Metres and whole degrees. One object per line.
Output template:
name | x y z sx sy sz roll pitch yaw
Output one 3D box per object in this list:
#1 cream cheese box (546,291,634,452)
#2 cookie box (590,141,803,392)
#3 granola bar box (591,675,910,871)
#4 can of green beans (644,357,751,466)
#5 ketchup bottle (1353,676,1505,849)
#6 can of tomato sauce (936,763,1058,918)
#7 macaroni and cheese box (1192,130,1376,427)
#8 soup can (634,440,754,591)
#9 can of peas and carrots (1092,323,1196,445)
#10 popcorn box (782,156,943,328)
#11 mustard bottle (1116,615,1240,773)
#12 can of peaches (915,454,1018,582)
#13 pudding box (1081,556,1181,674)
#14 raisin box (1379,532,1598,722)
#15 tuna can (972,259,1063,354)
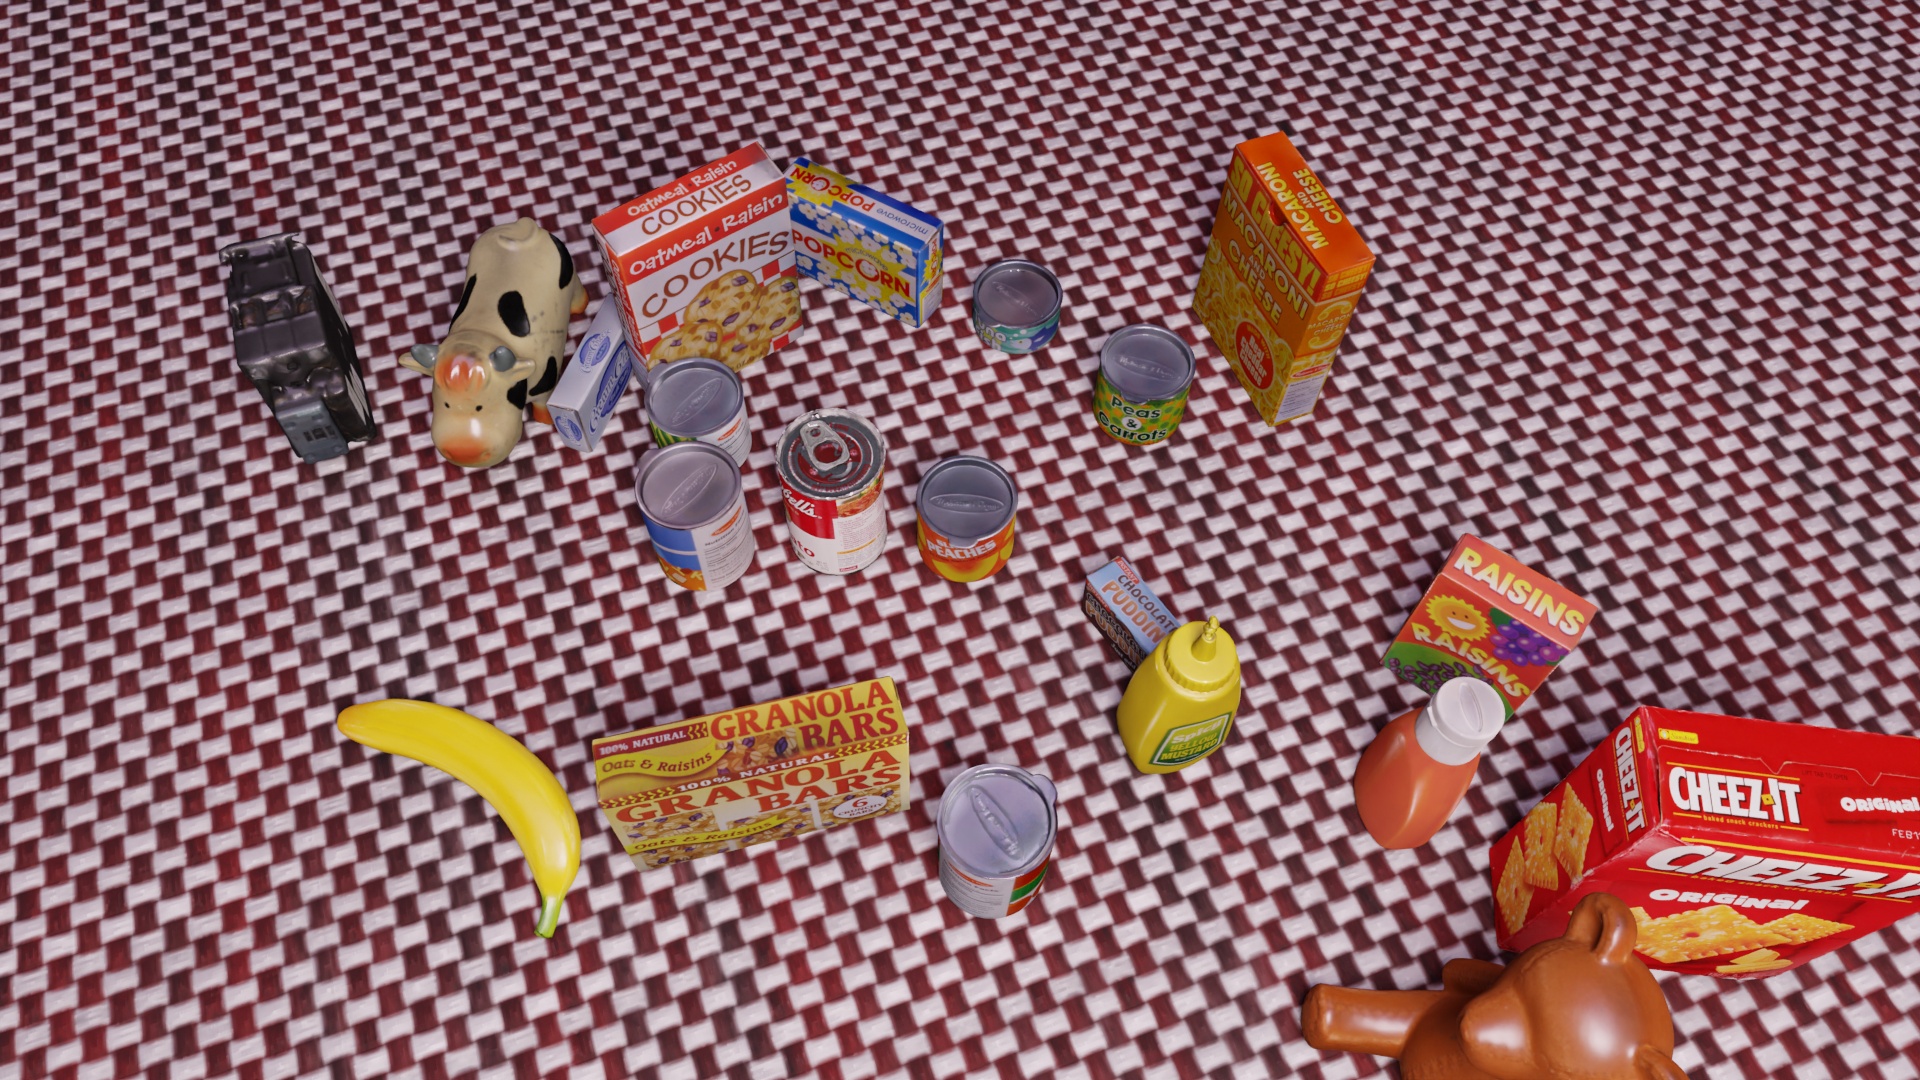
cream cheese box | -0.253 -0.118 0.975 0.024 0.053 0.104 15 60 7
cookie box | -0.174 -0.176 0.946 0.123 0.166 0.040 -32 65 -18
granola bar box | -0.113 0.134 0.789 0.166 0.123 0.039 -12 61 -8
can of green beans | -0.179 -0.082 0.954 0.071 0.057 0.071 1 60 -1
ketchup bottle | 0.265 0.125 0.791 0.043 0.148 0.065 -4 60 -4
can of tomato sauce | 0.021 0.172 0.794 0.071 0.082 0.071 1 60 -1
macaroni and cheese box | 0.217 -0.176 0.957 0.040 0.165 0.124 -19 62 -12
soup can | -0.172 -0.016 0.900 0.071 0.083 0.071 1 60 -1
can of peas and carrots | 0.127 -0.107 0.976 0.071 0.058 0.071 1 60 -1
popcorn box | -0.074 -0.218 1.021 0.127 0.084 0.038 27 63 14
mustard bottle | 0.130 0.086 0.803 0.065 0.159 0.049 -15 61 -10
can of peaches | 0.003 -0.011 0.917 0.071 0.057 0.071 1 60 -1
pudding box | 0.114 0.056 0.885 0.030 0.049 0.084 -30 65 -17
raisin box | 0.318 0.058 0.846 0.086 0.122 0.040 34 65 17
tuna can | 0.040 -0.171 1.027 0.071 0.032 0.071 1 59 -1
